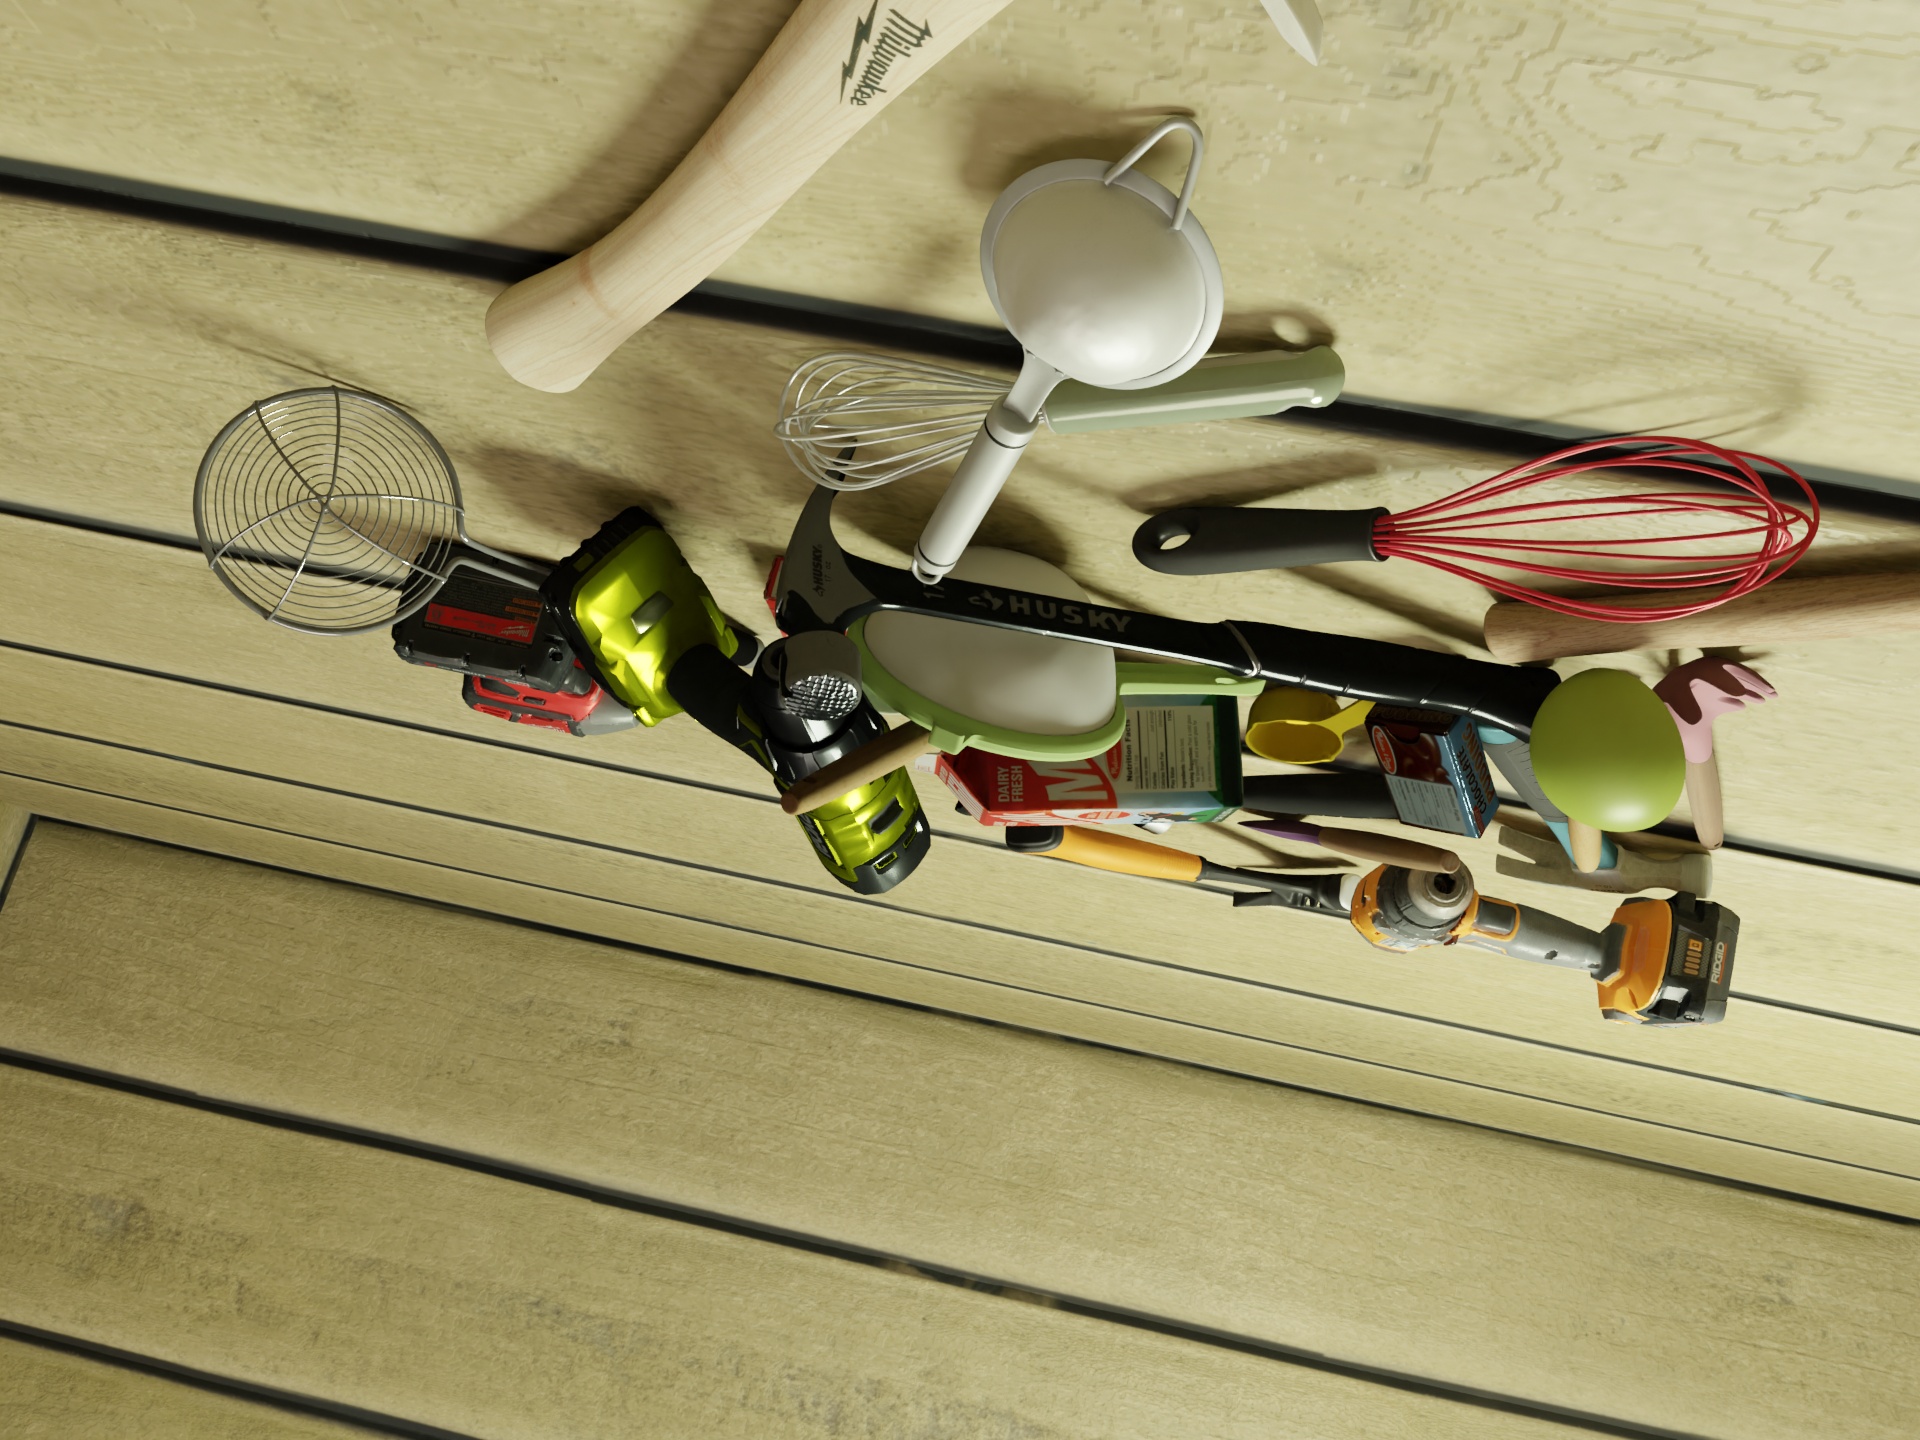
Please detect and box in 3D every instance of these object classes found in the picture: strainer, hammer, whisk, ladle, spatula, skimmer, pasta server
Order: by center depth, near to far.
[{"bbox_3d":[-0.065,-0.183,0.539,0.146,0.038,0.411,21,162,-29],"label":"hammer"},{"bbox_3d":[0.022,-0.113,0.586,0.087,0.050,0.258,32,150,-3],"label":"strainer"},{"bbox_3d":[0.031,-0.128,0.638,0.246,0.059,0.058,0,-164,26],"label":"whisk"},{"bbox_3d":[0.377,-0.049,0.650,0.331,0.031,0.130,-3,158,42],"label":"hammer"},{"bbox_3d":[0.191,-0.077,0.655,0.296,0.073,0.073,4,162,43],"label":"whisk"},{"bbox_3d":[0.112,-0.041,0.763,0.408,0.149,0.036,8,141,-17],"label":"hammer"},{"bbox_3d":[-0.001,-0.003,0.811,0.069,0.031,0.315,18,-158,23],"label":"ladle"},{"bbox_3d":[0.067,-0.045,0.830,0.256,0.069,0.152,1,-148,-30],"label":"strainer"},{"bbox_3d":[0.345,0.045,0.852,0.062,0.078,0.320,-32,157,12],"label":"ladle"},{"bbox_3d":[0.410,0.031,0.872,0.060,0.040,0.316,-34,149,12],"label":"pasta server"},{"bbox_3d":[-0.253,-0.083,0.920,0.090,0.127,0.363,10,175,32],"label":"skimmer"},{"bbox_3d":[0.365,0.049,0.972,0.128,0.033,0.330,0,159,34],"label":"hammer"},{"bbox_3d":[0.187,0.045,1.037,0.146,0.035,0.335,25,165,-34],"label":"hammer"},{"bbox_3d":[0.250,0.079,1.048,0.059,0.018,0.316,4,180,-9],"label":"spatula"},{"bbox_3d":[0.160,0.109,1.219,0.336,0.034,0.127,15,168,-39],"label":"hammer"}]

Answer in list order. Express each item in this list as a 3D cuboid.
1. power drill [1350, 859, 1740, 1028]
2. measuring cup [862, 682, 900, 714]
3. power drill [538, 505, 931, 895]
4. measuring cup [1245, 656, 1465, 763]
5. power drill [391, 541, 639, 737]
[{"bbox_3d":[0.376,0.135,1.032,0.226,0.084,0.185,13,169,9],"label":"power drill"},{"bbox_3d":[-0.069,-0.024,1.050,0.083,0.038,0.167,15,165,-8],"label":"measuring cup"},{"bbox_3d":[-0.120,-0.019,0.849,0.229,0.080,0.190,36,161,29],"label":"power drill"},{"bbox_3d":[0.224,-0.015,0.900,0.062,0.029,0.156,24,148,-25],"label":"measuring cup"},{"bbox_3d":[-0.292,-0.041,1.098,0.143,0.078,0.219,12,166,3],"label":"power drill"}]
